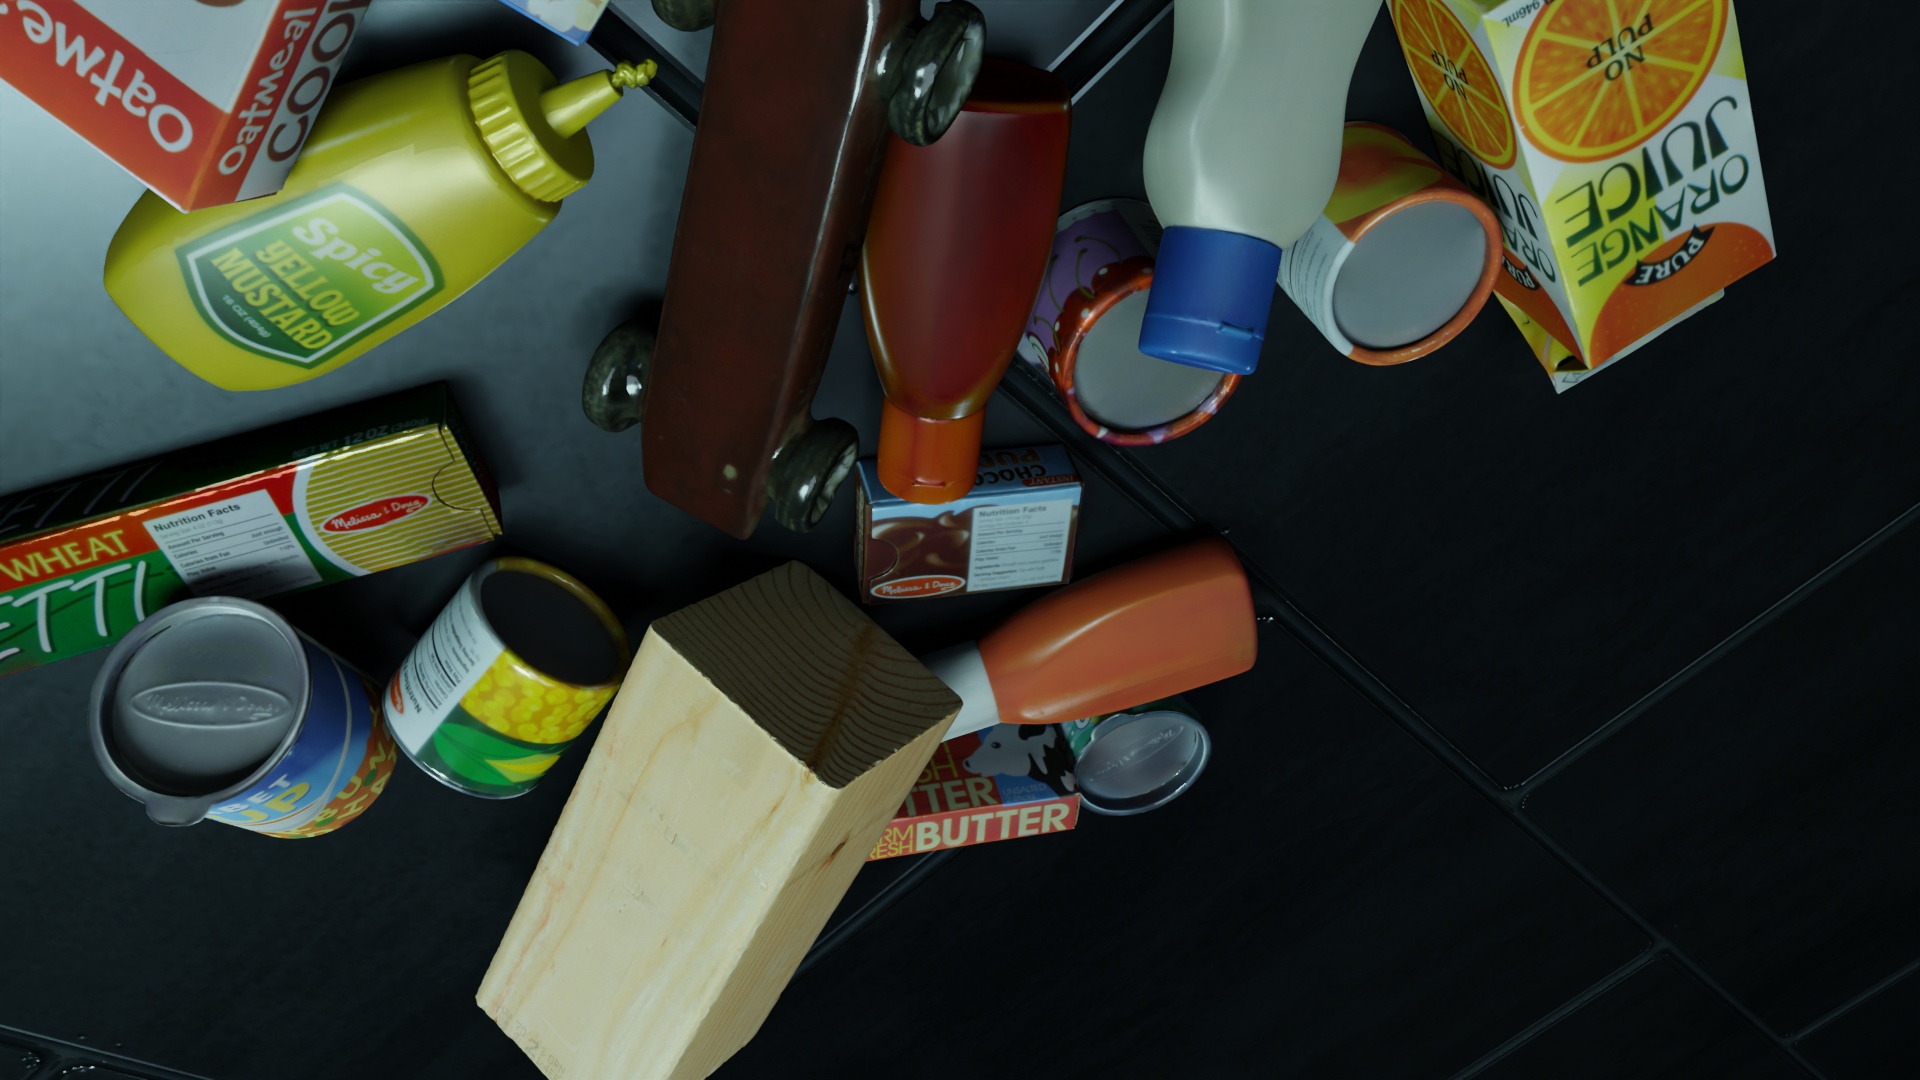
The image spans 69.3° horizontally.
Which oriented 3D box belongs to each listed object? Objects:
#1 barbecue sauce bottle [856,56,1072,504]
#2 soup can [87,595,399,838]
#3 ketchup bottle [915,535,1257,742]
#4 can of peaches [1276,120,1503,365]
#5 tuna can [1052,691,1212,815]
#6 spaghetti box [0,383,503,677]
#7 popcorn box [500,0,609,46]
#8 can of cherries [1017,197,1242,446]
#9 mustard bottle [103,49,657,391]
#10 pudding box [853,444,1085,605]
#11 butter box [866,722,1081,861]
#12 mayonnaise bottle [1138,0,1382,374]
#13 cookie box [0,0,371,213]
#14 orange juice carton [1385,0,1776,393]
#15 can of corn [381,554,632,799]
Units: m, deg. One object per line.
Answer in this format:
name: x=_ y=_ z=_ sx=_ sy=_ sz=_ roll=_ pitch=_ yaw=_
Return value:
barbecue sauce bottle: x=-0.005 y=-0.080 z=0.457 sx=0.065 sy=0.044 sz=0.147 roll=4 pitch=128 yaw=-5
soup can: x=-0.233 y=0.064 z=0.460 sx=0.071 sy=0.071 sz=0.083 roll=-14 pitch=162 yaw=-7
ketchup bottle: x=0.046 y=0.047 z=0.575 sx=0.149 sy=0.044 sz=0.064 roll=-17 pitch=130 yaw=-4
can of peaches: x=0.144 y=-0.103 z=0.478 sx=0.071 sy=0.058 sz=0.070 roll=-8 pitch=129 yaw=-10
tuna can: x=0.075 y=0.088 z=0.623 sx=0.071 sy=0.033 sz=0.070 roll=-9 pitch=129 yaw=-11
spaghetti box: x=-0.280 y=0.007 z=0.449 sx=0.250 sy=0.029 sz=0.050 roll=-16 pitch=130 yaw=-5
popcorn box: x=-0.101 y=-0.199 z=0.337 sx=0.085 sy=0.038 sz=0.126 roll=25 pitch=116 yaw=-31
can of cherries: x=0.056 y=-0.072 z=0.473 sx=0.071 sy=0.058 sz=0.071 roll=-9 pitch=129 yaw=-11
mustard bottle: x=-0.154 y=-0.096 z=0.381 sx=0.160 sy=0.049 sz=0.065 roll=-23 pitch=138 yaw=14
pudding box: x=0.002 y=-0.007 z=0.527 sx=0.084 sy=0.030 sz=0.049 roll=-6 pitch=130 yaw=-13
butter box: x=-0.005 y=0.105 z=0.598 sx=0.104 sy=0.053 sz=0.024 roll=-6 pitch=127 yaw=-13
mayonnaise bottle: x=0.085 y=-0.125 z=0.411 sx=0.065 sy=0.041 sz=0.148 roll=10 pitch=94 yaw=-24
cookie box: x=-0.175 y=-0.175 z=0.298 sx=0.123 sy=0.040 sz=0.166 roll=37 pitch=113 yaw=-5
orange juice carton: x=0.212 y=-0.130 z=0.467 sx=0.072 sy=0.073 sz=0.192 roll=-32 pitch=130 yaw=9
can of corn: x=-0.158 y=0.048 z=0.496 sx=0.071 sy=0.071 sz=0.058 roll=29 pitch=114 yaw=-34
